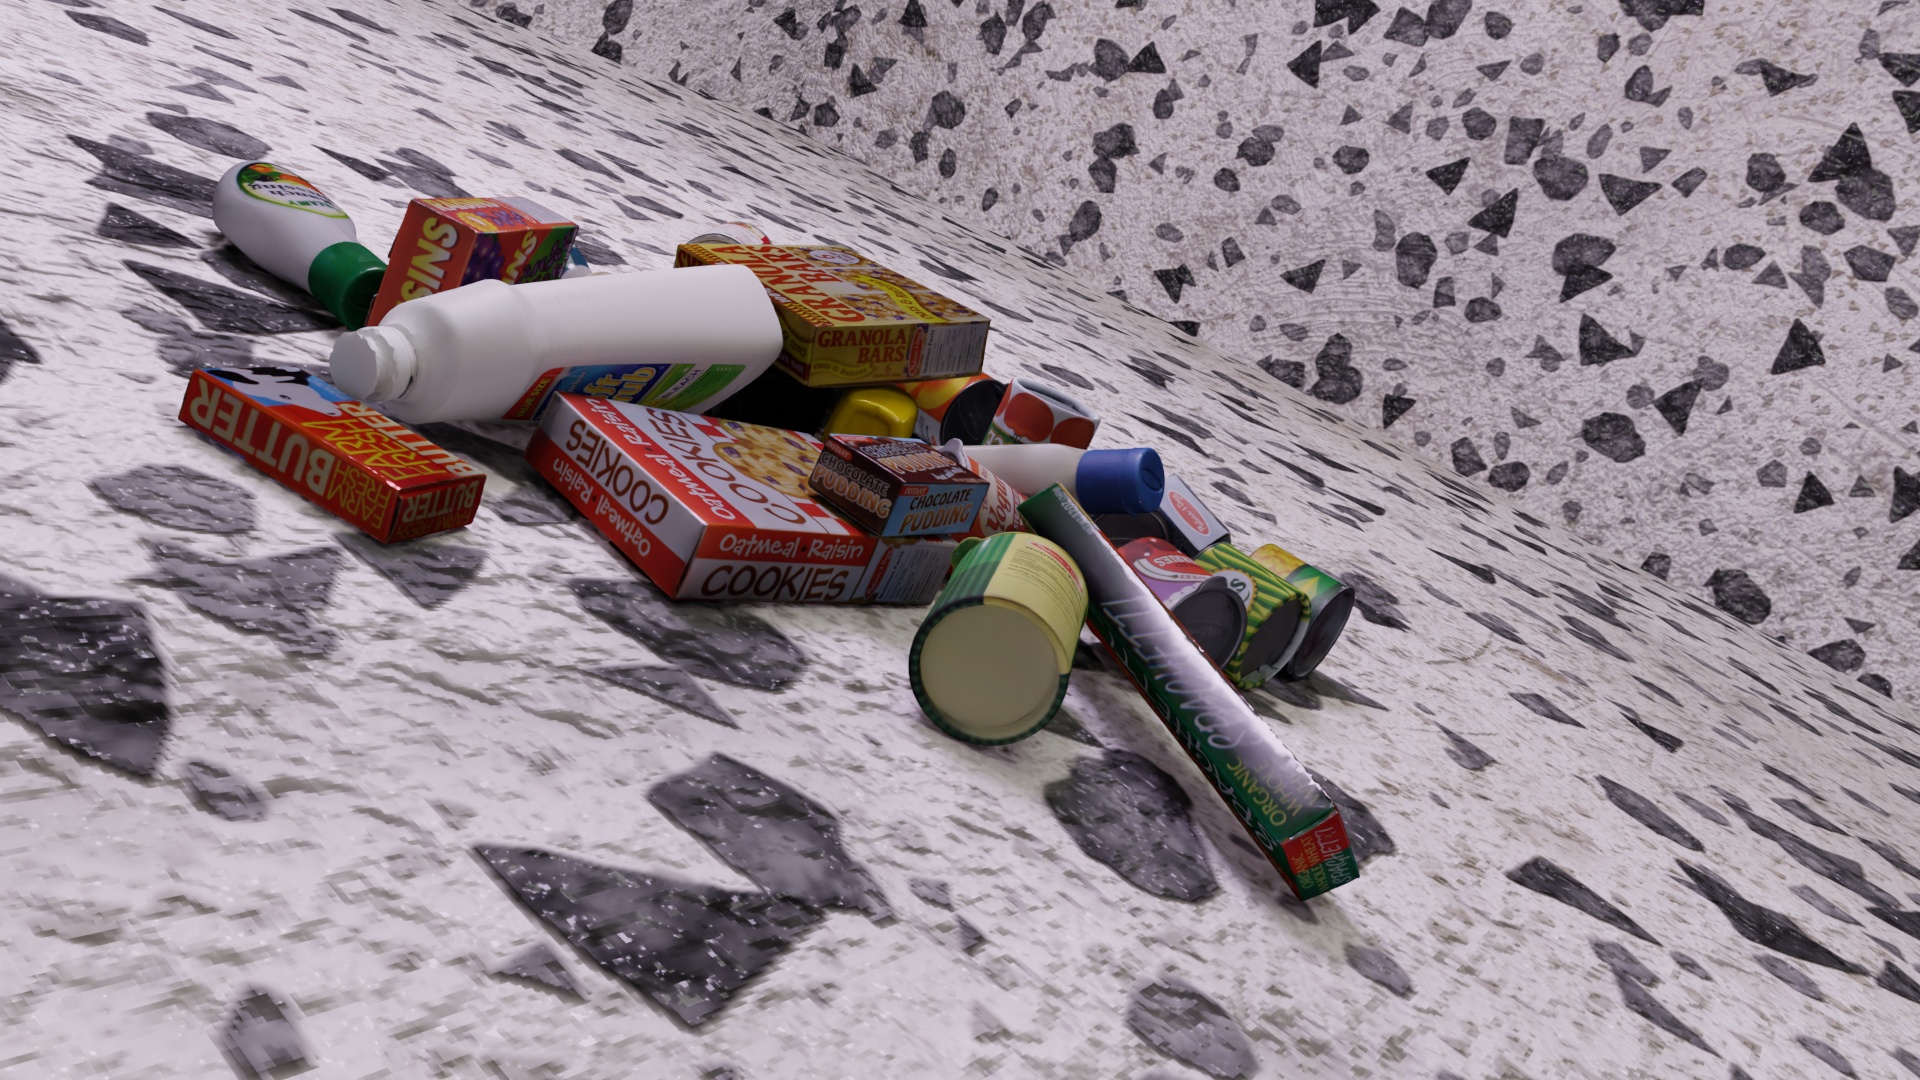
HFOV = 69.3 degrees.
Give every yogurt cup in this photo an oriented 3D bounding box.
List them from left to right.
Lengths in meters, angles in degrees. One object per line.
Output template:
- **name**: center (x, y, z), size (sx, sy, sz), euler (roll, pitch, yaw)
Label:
- **yogurt cup**: center (0.003, -0.009, 0.743), size (0.054, 0.072, 0.072), euler (26, 14, -28)

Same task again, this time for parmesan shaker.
- **parmesan shaker**: center (0.016, 0.039, 0.602), size (0.071, 0.071, 0.103), euler (26, 17, 3)

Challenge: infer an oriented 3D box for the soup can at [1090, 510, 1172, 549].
- **soup can**: center (0.081, -0.011, 0.844), size (0.071, 0.071, 0.084), euler (16, 18, -28)

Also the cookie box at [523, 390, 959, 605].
- **cookie box**: center (-0.100, -0.016, 0.655), size (0.123, 0.040, 0.168), euler (36, 19, 33)

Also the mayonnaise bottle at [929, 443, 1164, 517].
- **mayonnaise bottle**: center (0.042, -0.033, 0.792), size (0.148, 0.041, 0.064), euler (0, -17, 33)

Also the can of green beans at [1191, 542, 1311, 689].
- **can of green beans**: center (0.158, 0.043, 0.796), size (0.058, 0.071, 0.071), euler (37, 20, 36)

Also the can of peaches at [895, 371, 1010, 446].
- **can of peaches**: center (-0.005, -0.099, 0.999), size (0.071, 0.071, 0.058), euler (6, 23, -49)

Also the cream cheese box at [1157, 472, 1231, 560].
- **cream cheese box**: center (0.144, 0.005, 0.860), size (0.053, 0.024, 0.103), euler (53, -5, 29)

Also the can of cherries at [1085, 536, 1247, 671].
- **can of cherries**: center (0.108, 0.037, 0.733), size (0.071, 0.071, 0.058), euler (13, 20, -37)

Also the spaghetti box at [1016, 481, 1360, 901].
- **spaghetti box**: center (0.095, 0.058, 0.636), size (0.251, 0.029, 0.050), euler (55, -6, 48)

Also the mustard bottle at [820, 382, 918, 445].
- **mustard bottle**: center (-0.054, -0.069, 0.854), size (0.049, 0.065, 0.160), euler (25, 10, -4)

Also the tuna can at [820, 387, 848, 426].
- **tuna can**: center (-0.093, -0.111, 0.916), size (0.033, 0.071, 0.071), euler (20, 17, -21)

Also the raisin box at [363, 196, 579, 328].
- **raisin box**: center (-0.250, -0.130, 0.712), size (0.040, 0.086, 0.124), euler (27, 16, 0)

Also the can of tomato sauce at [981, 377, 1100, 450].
- **can of tomato sauce**: center (0.045, -0.057, 0.916), size (0.071, 0.083, 0.071), euler (23, 15, -7)

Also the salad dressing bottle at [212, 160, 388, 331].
- **salad dressing bottle**: center (-0.340, -0.154, 0.728), size (0.148, 0.044, 0.064), euler (36, 20, 32)

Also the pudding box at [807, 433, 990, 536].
- **pudding box**: center (-0.028, -0.027, 0.665), size (0.050, 0.030, 0.084), euler (33, 16, 25)

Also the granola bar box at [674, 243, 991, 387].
- **granola bar box**: center (-0.081, -0.139, 0.842), size (0.124, 0.039, 0.166), euler (-9, 30, -37)

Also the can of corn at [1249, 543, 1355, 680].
- **can of corn**: center (0.198, 0.045, 0.856), size (0.058, 0.071, 0.071), euler (33, 18, 30)

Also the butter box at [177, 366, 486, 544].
- **butter box**: center (-0.241, -0.035, 0.536), size (0.103, 0.024, 0.053), euler (28, 16, 12)
